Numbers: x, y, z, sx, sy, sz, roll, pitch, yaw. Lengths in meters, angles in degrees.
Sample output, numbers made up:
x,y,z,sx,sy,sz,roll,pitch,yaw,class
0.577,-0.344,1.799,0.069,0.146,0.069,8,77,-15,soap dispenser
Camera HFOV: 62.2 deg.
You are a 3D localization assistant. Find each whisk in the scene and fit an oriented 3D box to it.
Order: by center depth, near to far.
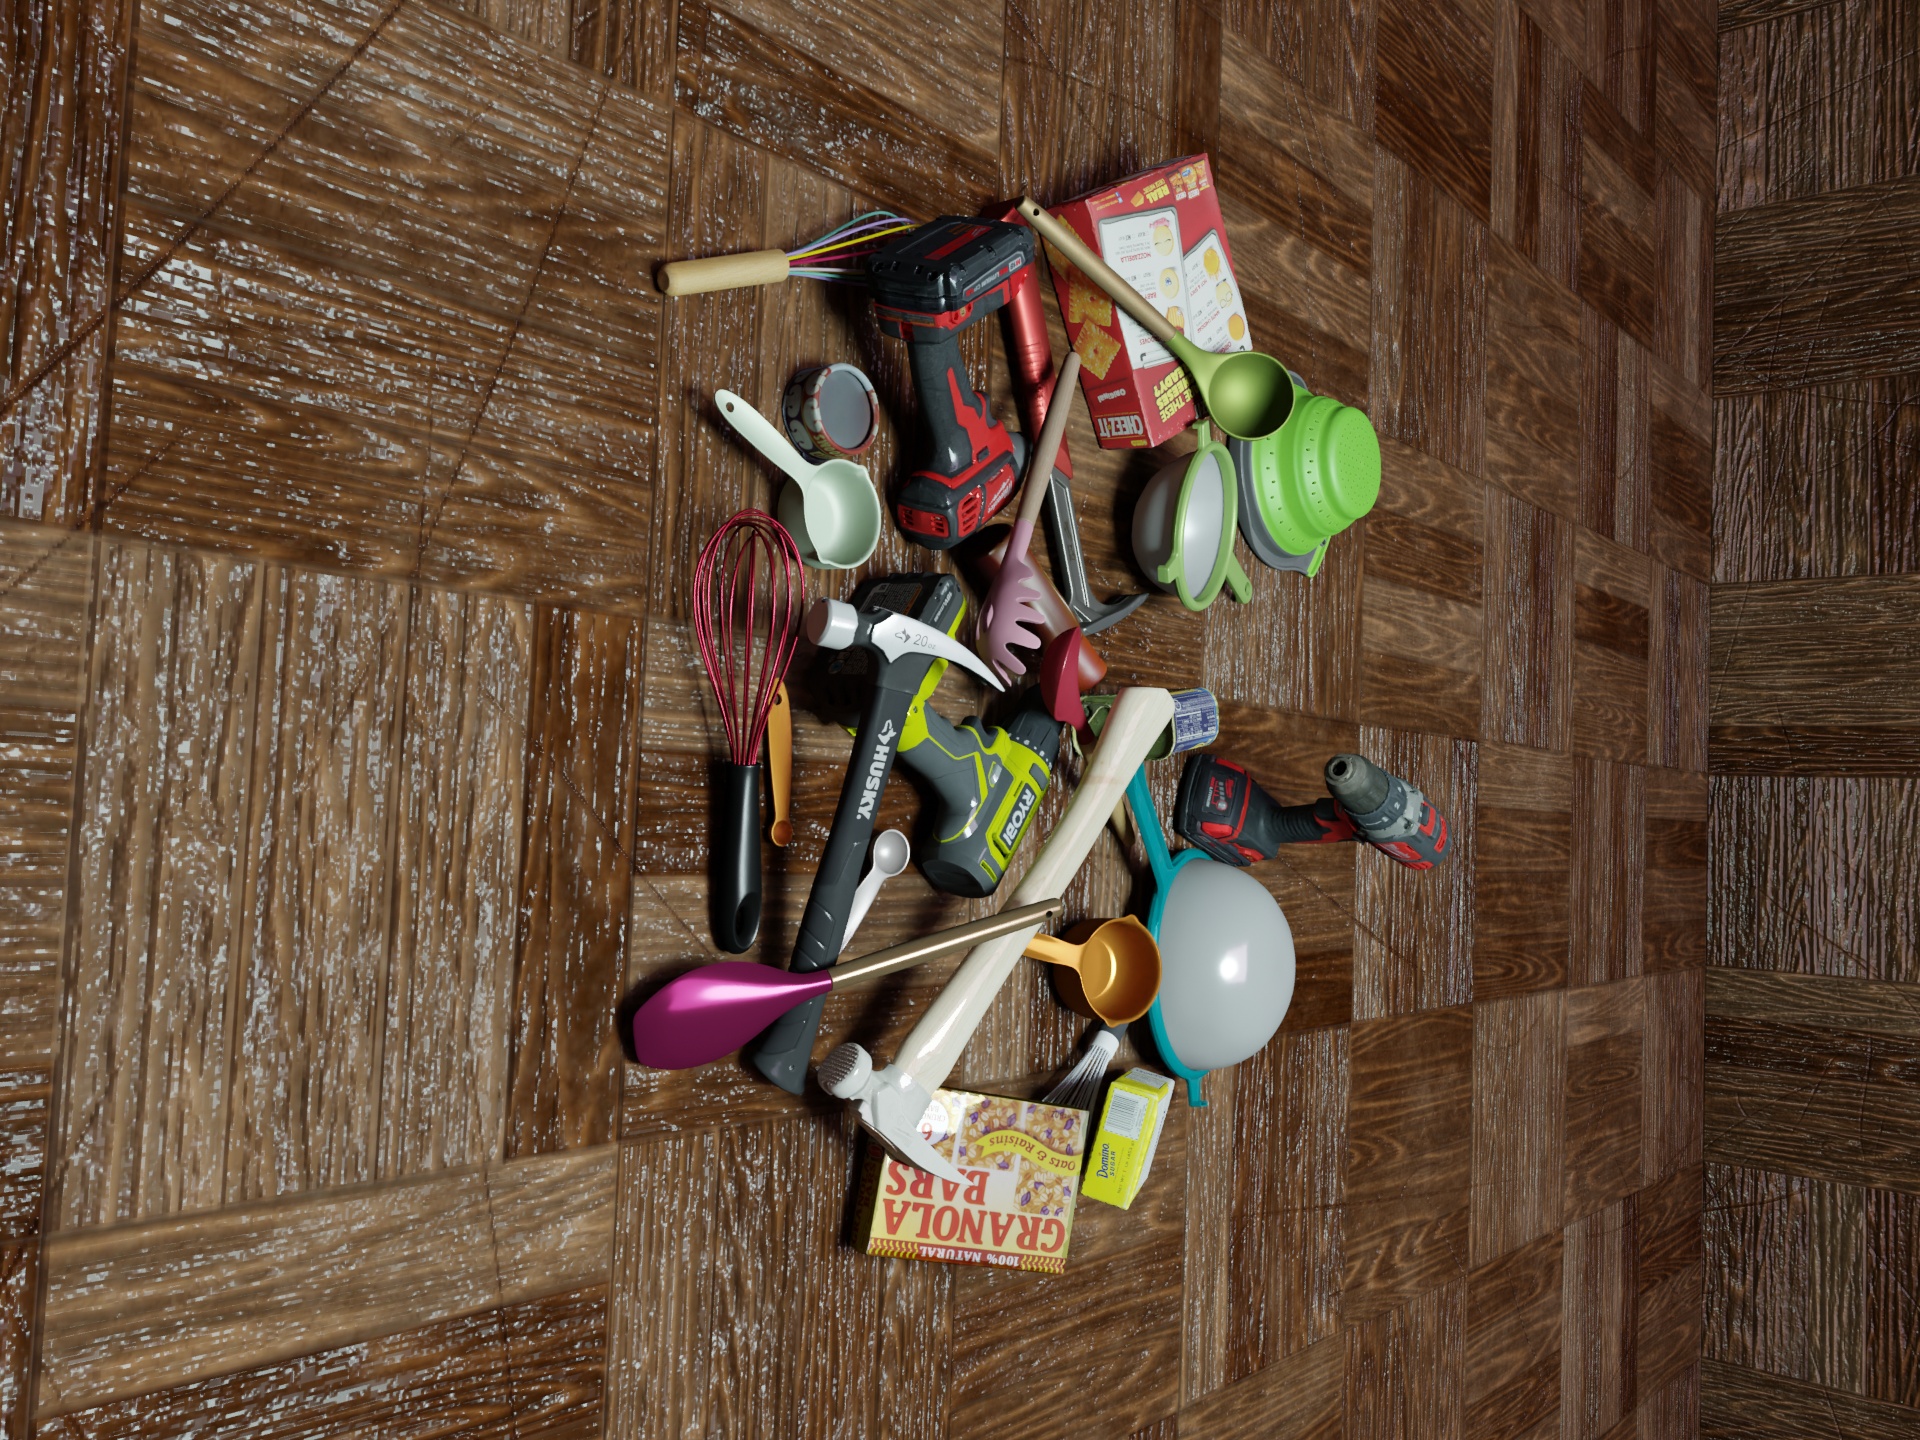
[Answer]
x,y,z,sx,sy,sz,roll,pitch,yaw,class
-0.143,0.009,1.047,0.073,0.073,0.296,-5,100,-49,whisk
-0.108,-0.321,1.100,0.245,0.047,0.051,-24,109,-44,whisk
0.108,0.297,1.338,0.285,0.070,0.070,-53,127,-41,whisk

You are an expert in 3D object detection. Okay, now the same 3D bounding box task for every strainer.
x,y,z,sx,sy,sz,roll,pitch,yaw,class
0.229,0.171,1.413,0.211,0.095,0.340,-58,136,-44,strainer
0.213,-0.162,1.470,0.256,0.069,0.151,36,66,-63,strainer

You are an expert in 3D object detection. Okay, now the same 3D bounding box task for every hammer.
x,y,z,sx,sy,sz,roll,pitch,yaw,class
-0.074,0.092,1.071,0.146,0.035,0.335,12,97,-35,hammer
0.057,0.141,1.183,0.146,0.038,0.411,49,62,-28,hammer
0.077,-0.248,1.320,0.149,0.037,0.359,-26,110,-47,hammer

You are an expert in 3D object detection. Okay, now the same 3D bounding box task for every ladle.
x,y,z,sx,sy,sz,roll,pitch,yaw,class
0.109,0.026,1.296,0.315,0.031,0.069,63,42,-54,ladle
0.163,-0.331,1.304,0.319,0.062,0.078,30,87,-36,ladle

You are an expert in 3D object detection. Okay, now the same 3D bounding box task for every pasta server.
x,y,z,sx,sy,sz,roll,pitch,yaw,class
0.060,-0.164,1.205,0.040,0.060,0.316,25,56,-14,pasta server

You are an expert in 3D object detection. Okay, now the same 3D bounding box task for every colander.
x,y,z,sx,sy,sz,roll,pitch,yaw,class
0.318,-0.304,1.557,0.396,0.094,0.205,48,55,-38,colander

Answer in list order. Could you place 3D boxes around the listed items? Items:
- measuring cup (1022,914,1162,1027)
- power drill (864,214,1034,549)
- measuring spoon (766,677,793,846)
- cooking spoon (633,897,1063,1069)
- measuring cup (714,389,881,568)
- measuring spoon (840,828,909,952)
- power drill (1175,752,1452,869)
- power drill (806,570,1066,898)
x,y,z,sx,sy,sz,roll,pitch,yaw,class
0.086,0.197,1.322,0.173,0.052,0.095,20,75,-29,measuring cup
0.004,-0.249,1.174,0.143,0.079,0.219,-42,139,-40,power drill
-0.127,0.029,1.100,0.021,0.011,0.117,2,85,-48,measuring spoon
-0.066,0.166,1.065,0.319,0.017,0.068,-14,112,-28,cooking spoon
-0.121,-0.167,1.088,0.167,0.038,0.083,42,59,-38,measuring cup
-0.078,0.131,1.155,0.034,0.018,0.124,48,62,-29,measuring spoon
0.310,0.077,1.441,0.187,0.227,0.080,34,65,-45,power drill
-0.002,-0.004,1.196,0.228,0.080,0.191,54,52,-37,power drill
